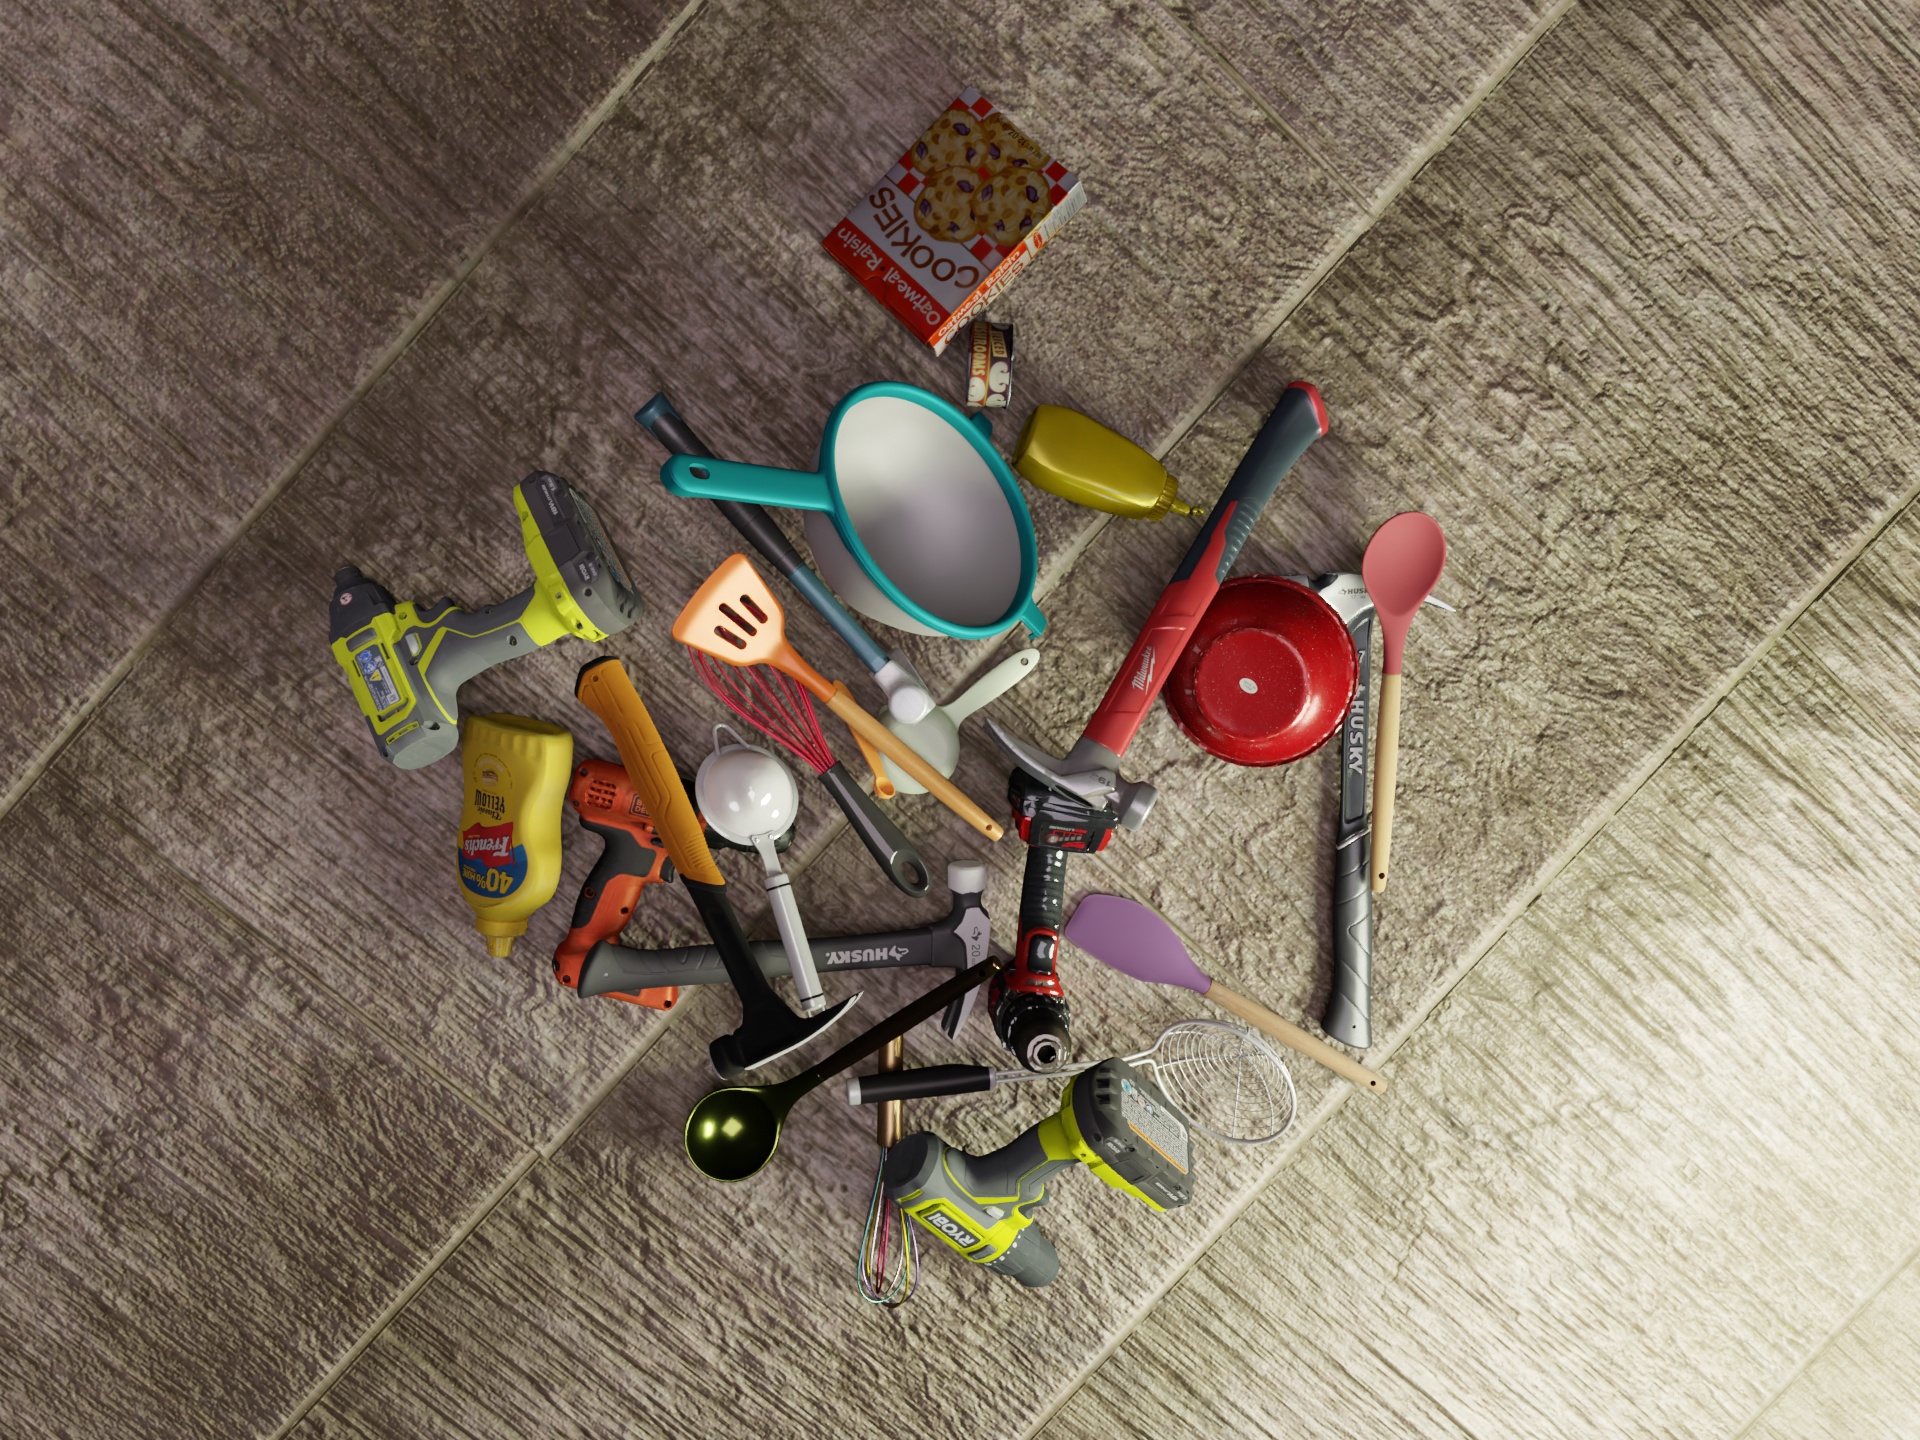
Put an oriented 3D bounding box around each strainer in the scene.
[{"bbox_3d":[-0.092,-0.145,1.168,0.340,0.095,0.211,1,69,-44],"label":"strainer"},{"bbox_3d":[-0.145,0.119,1.250,0.087,0.050,0.258,-14,83,-33],"label":"strainer"}]

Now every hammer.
[{"bbox_3d":[-0.202,0.099,1.222,0.127,0.034,0.337,-29,84,12],"label":"hammer"},{"bbox_3d":[-0.139,0.197,1.286,0.334,0.035,0.146,-2,100,-17],"label":"hammer"},{"bbox_3d":[-0.137,-0.127,1.242,0.033,0.128,0.331,-42,90,3],"label":"hammer"},{"bbox_3d":[0.168,-0.112,1.241,0.143,0.038,0.386,30,77,5],"label":"hammer"},{"bbox_3d":[0.335,0.078,1.338,0.149,0.036,0.409,-2,99,-5],"label":"hammer"}]

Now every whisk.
[{"bbox_3d":[-0.064,0.381,1.353,0.051,0.047,0.245,0,94,-16],"label":"whisk"},{"bbox_3d":[-0.117,0.023,1.270,0.073,0.073,0.296,-37,94,2],"label":"whisk"}]

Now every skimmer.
[{"bbox_3d":[0.090,0.310,1.313,0.363,0.090,0.127,-4,123,-8],"label":"skimmer"}]

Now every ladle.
[{"bbox_3d":[-0.096,0.277,1.280,0.320,0.062,0.078,-35,94,21],"label":"ladle"},{"bbox_3d":[0.351,-0.013,1.295,0.069,0.031,0.315,0,101,-6],"label":"ladle"}]

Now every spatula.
[{"bbox_3d":[0.234,0.238,1.362,0.316,0.018,0.060,31,97,-7],"label":"spatula"},{"bbox_3d":[-0.082,-0.002,1.239,0.322,0.041,0.081,40,87,-19],"label":"spatula"}]

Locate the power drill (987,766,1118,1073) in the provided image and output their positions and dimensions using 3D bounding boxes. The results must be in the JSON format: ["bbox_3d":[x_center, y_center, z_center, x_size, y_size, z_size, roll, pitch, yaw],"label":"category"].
[{"bbox_3d":[0.069,0.159,1.257,0.080,0.188,0.226,8,94,-4],"label":"power drill"}]

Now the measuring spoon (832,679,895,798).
[{"bbox_3d":[-0.081,0.016,1.279,0.011,0.021,0.117,-44,58,30],"label":"measuring spoon"}]

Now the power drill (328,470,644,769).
[{"bbox_3d":[-0.375,-0.089,1.227,0.223,0.080,0.171,-30,72,2],"label":"power drill"}]

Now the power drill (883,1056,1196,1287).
[{"bbox_3d":[0.076,0.381,1.303,0.228,0.080,0.190,-32,118,26],"label":"power drill"}]

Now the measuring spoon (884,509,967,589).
[{"bbox_3d":[-0.040,-0.139,1.283,0.128,0.021,0.042,39,94,-10],"label":"measuring spoon"}]

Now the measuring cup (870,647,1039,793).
[{"bbox_3d":[-0.002,-0.004,1.298,0.167,0.038,0.083,-37,99,4],"label":"measuring cup"}]
